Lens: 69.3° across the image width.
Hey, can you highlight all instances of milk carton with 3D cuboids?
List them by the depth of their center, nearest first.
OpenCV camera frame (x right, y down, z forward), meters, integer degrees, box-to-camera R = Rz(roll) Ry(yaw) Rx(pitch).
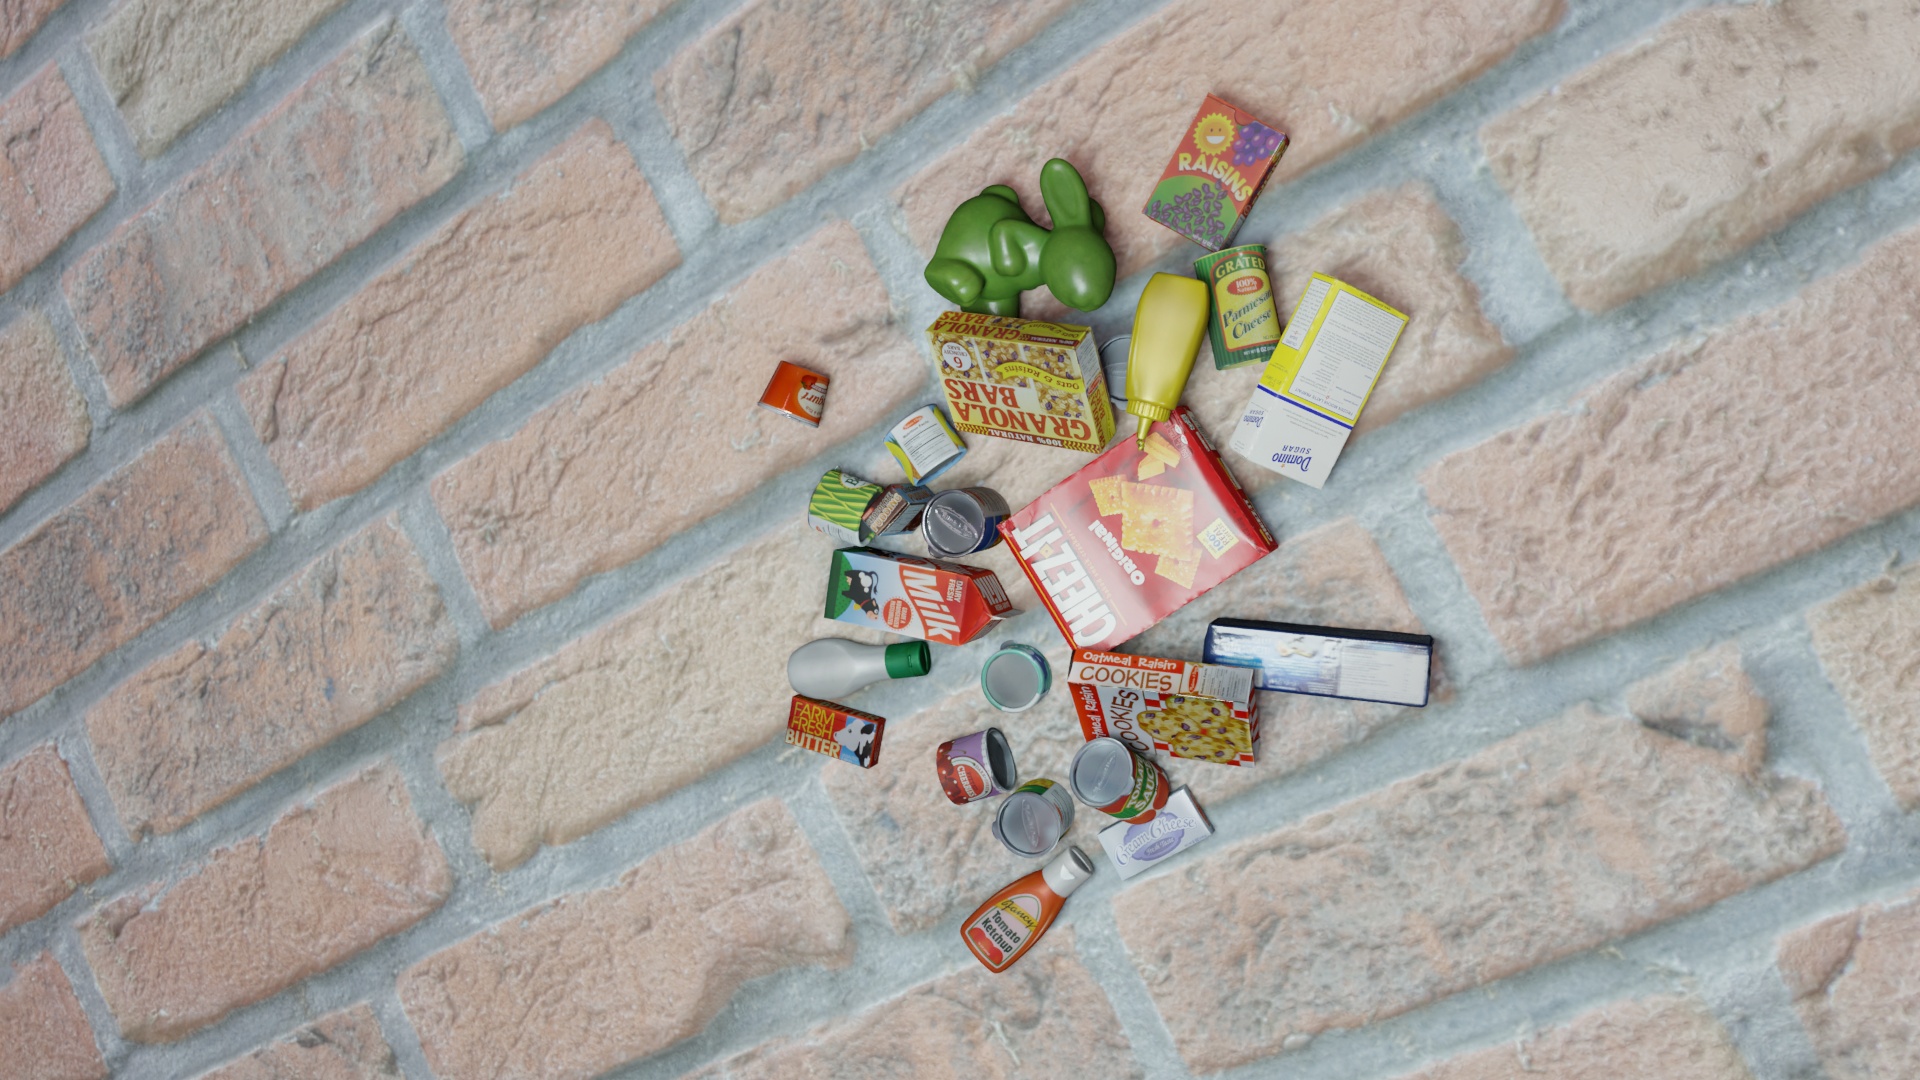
[{"bbox_3d":[-0.034,0.058,1.398,0.190,0.072,0.073,11,97,18],"label":"milk carton"}]

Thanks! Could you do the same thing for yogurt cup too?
[{"bbox_3d":[-0.170,-0.152,1.438,0.072,0.072,0.054,22,93,17],"label":"yogurt cup"}]

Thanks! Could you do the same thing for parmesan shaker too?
[{"bbox_3d":[0.261,-0.215,1.281,0.071,0.071,0.103,-12,90,20],"label":"parmesan shaker"}]

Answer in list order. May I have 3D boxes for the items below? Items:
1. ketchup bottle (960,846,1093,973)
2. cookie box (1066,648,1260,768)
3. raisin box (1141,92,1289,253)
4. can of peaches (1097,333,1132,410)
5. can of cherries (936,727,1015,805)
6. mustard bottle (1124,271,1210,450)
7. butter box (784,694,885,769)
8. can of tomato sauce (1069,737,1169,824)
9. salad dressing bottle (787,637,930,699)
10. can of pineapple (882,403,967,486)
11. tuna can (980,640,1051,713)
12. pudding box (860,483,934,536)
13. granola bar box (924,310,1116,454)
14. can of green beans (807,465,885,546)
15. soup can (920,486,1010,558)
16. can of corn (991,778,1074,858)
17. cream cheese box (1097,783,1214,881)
[{"bbox_3d":[0.070,0.367,1.398,0.148,0.043,0.065,-46,79,16],"label":"ketchup bottle"},{"bbox_3d":[0.192,0.157,1.304,0.167,0.122,0.040,5,55,19],"label":"cookie box"},{"bbox_3d":[0.237,-0.339,1.294,0.086,0.040,0.123,33,103,15],"label":"raisin box"},{"bbox_3d":[0.163,-0.159,1.322,0.071,0.058,0.071,1,95,19],"label":"can of peaches"},{"bbox_3d":[0.015,0.228,1.393,0.058,0.071,0.071,-19,87,20],"label":"can of cherries"},{"bbox_3d":[0.180,-0.159,1.259,0.065,0.049,0.160,16,94,13],"label":"mustard bottle"},{"bbox_3d":[-0.134,0.201,1.469,0.103,0.024,0.053,14,99,18],"label":"butter box"},{"bbox_3d":[0.154,0.231,1.326,0.071,0.083,0.071,-15,60,29],"label":"can of tomato sauce"},{"bbox_3d":[-0.105,0.130,1.445,0.147,0.044,0.064,-8,89,19],"label":"salad dressing bottle"},{"bbox_3d":[-0.035,-0.095,1.394,0.071,0.071,0.058,-37,82,18],"label":"can of pineapple"},{"bbox_3d":[0.055,0.136,1.393,0.071,0.033,0.071,2,95,19],"label":"tuna can"},{"bbox_3d":[-0.060,-0.031,1.396,0.030,0.084,0.049,47,108,14],"label":"pudding box"},{"bbox_3d":[0.058,-0.151,1.316,0.165,0.039,0.123,12,139,33],"label":"granola bar box"},{"bbox_3d":[-0.115,-0.033,1.425,0.058,0.071,0.071,20,100,17],"label":"can of green beans"},{"bbox_3d":[0.005,-0.017,1.373,0.071,0.084,0.071,1,94,20],"label":"soup can"},{"bbox_3d":[0.073,0.276,1.383,0.071,0.058,0.071,2,95,19],"label":"can of corn"},{"bbox_3d":[0.190,0.286,1.360,0.103,0.024,0.053,-33,81,18],"label":"cream cheese box"}]
